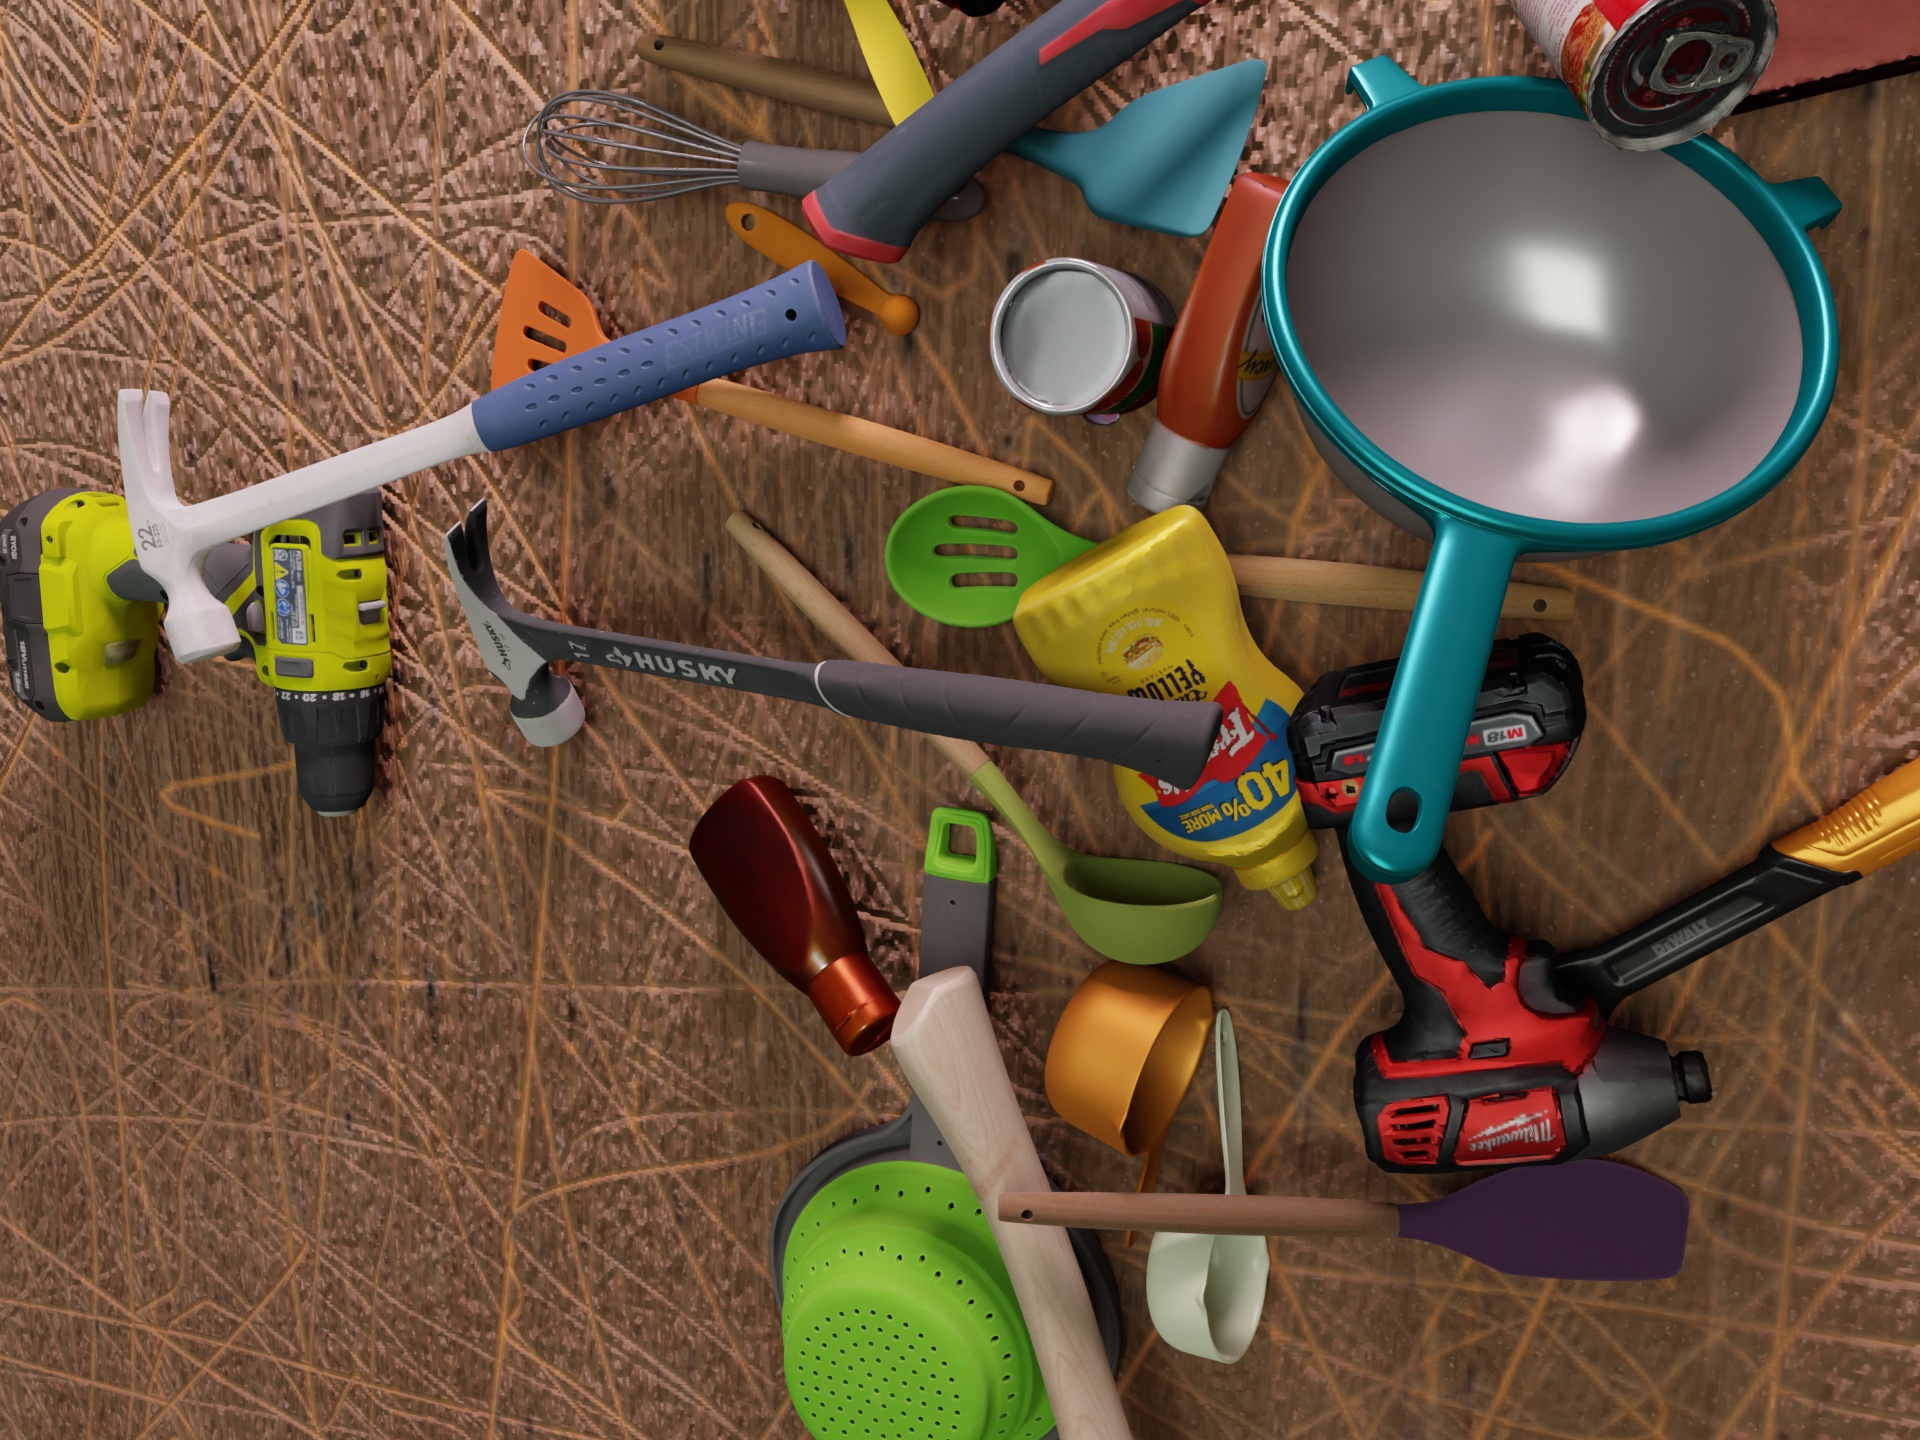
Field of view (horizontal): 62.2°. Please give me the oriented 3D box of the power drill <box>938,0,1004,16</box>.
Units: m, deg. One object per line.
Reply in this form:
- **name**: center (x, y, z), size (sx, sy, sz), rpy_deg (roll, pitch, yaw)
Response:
- **power drill**: center (-0.034, -0.429, 0.680), size (0.227, 0.080, 0.188), rpy_deg (29, 92, 10)

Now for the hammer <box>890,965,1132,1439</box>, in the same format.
- **hammer**: center (0.064, 0.314, 0.777), size (0.038, 0.146, 0.410), rpy_deg (-9, 100, 64)

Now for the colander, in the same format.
- **colander**: center (-0.021, 0.244, 0.814), size (0.204, 0.094, 0.397), rpy_deg (8, 104, 19)

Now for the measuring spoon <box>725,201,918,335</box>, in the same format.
- **measuring spoon**: center (-0.070, -0.223, 0.781), size (0.117, 0.011, 0.021), rpy_deg (34, 111, 11)

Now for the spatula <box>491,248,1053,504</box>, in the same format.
- **spatula**: center (-0.104, -0.161, 0.802), size (0.322, 0.041, 0.081), rpy_deg (19, 106, 12)

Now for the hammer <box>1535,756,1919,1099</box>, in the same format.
- **hammer**: center (0.370, 0.040, 0.658), size (0.337, 0.034, 0.127), rpy_deg (-35, 88, 23)

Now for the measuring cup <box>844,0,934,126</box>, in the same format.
- **measuring cup**: center (-0.039, -0.320, 0.727), size (0.062, 0.029, 0.156), rpy_deg (-24, 84, 10)

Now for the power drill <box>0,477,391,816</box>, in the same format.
- **power drill**: center (-0.433, -0.047, 0.920), size (0.228, 0.080, 0.190), rpy_deg (5, 102, 17)

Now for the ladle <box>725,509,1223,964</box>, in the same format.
- **ladle**: center (-0.001, -0.002, 0.779), size (0.320, 0.078, 0.062), rpy_deg (45, 116, 14)

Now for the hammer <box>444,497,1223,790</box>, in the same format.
- **hammer**: center (-0.074, -0.022, 0.744), size (0.409, 0.036, 0.149), rpy_deg (9, 138, 27)

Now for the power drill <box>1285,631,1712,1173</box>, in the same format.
- **power drill**: center (0.222, 0.083, 0.663), size (0.143, 0.078, 0.219), rpy_deg (-11, 101, 21)

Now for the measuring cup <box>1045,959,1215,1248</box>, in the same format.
- **measuring cup**: center (0.076, 0.192, 0.785), size (0.052, 0.095, 0.173), rpy_deg (23, 129, 26)

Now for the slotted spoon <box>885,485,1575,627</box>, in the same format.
- **slotted spoon**: center (0.117, -0.067, 0.735), size (0.314, 0.031, 0.070), rpy_deg (7, 110, 17)

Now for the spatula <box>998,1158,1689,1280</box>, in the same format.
- **spatula**: center (0.175, 0.227, 0.733), size (0.316, 0.018, 0.059), rpy_deg (1, 99, 2)

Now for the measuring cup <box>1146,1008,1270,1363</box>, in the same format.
- **measuring cup**: center (0.118, 0.226, 0.781), size (0.038, 0.083, 0.167), rpy_deg (-5, 83, 33)

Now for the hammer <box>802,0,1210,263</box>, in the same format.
- **hammer**: center (0.088, -0.319, 0.632), size (0.386, 0.038, 0.143), rpy_deg (-31, 119, 17)

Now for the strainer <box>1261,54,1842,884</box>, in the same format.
- **strainer**: center (0.194, -0.085, 0.602), size (0.211, 0.095, 0.340), rpy_deg (19, 69, 7)

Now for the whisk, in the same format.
- **whisk**: center (-0.102, -0.266, 0.767), size (0.239, 0.055, 0.055), rpy_deg (13, 105, 14)

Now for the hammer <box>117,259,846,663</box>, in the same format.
- **hammer**: center (-0.252, -0.150, 0.800), size (0.405, 0.035, 0.144), rpy_deg (-15, 95, 15)

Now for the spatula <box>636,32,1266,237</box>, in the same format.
- **spatula**: center (-0.019, -0.286, 0.732), size (0.317, 0.044, 0.082), rpy_deg (20, 87, 18)
